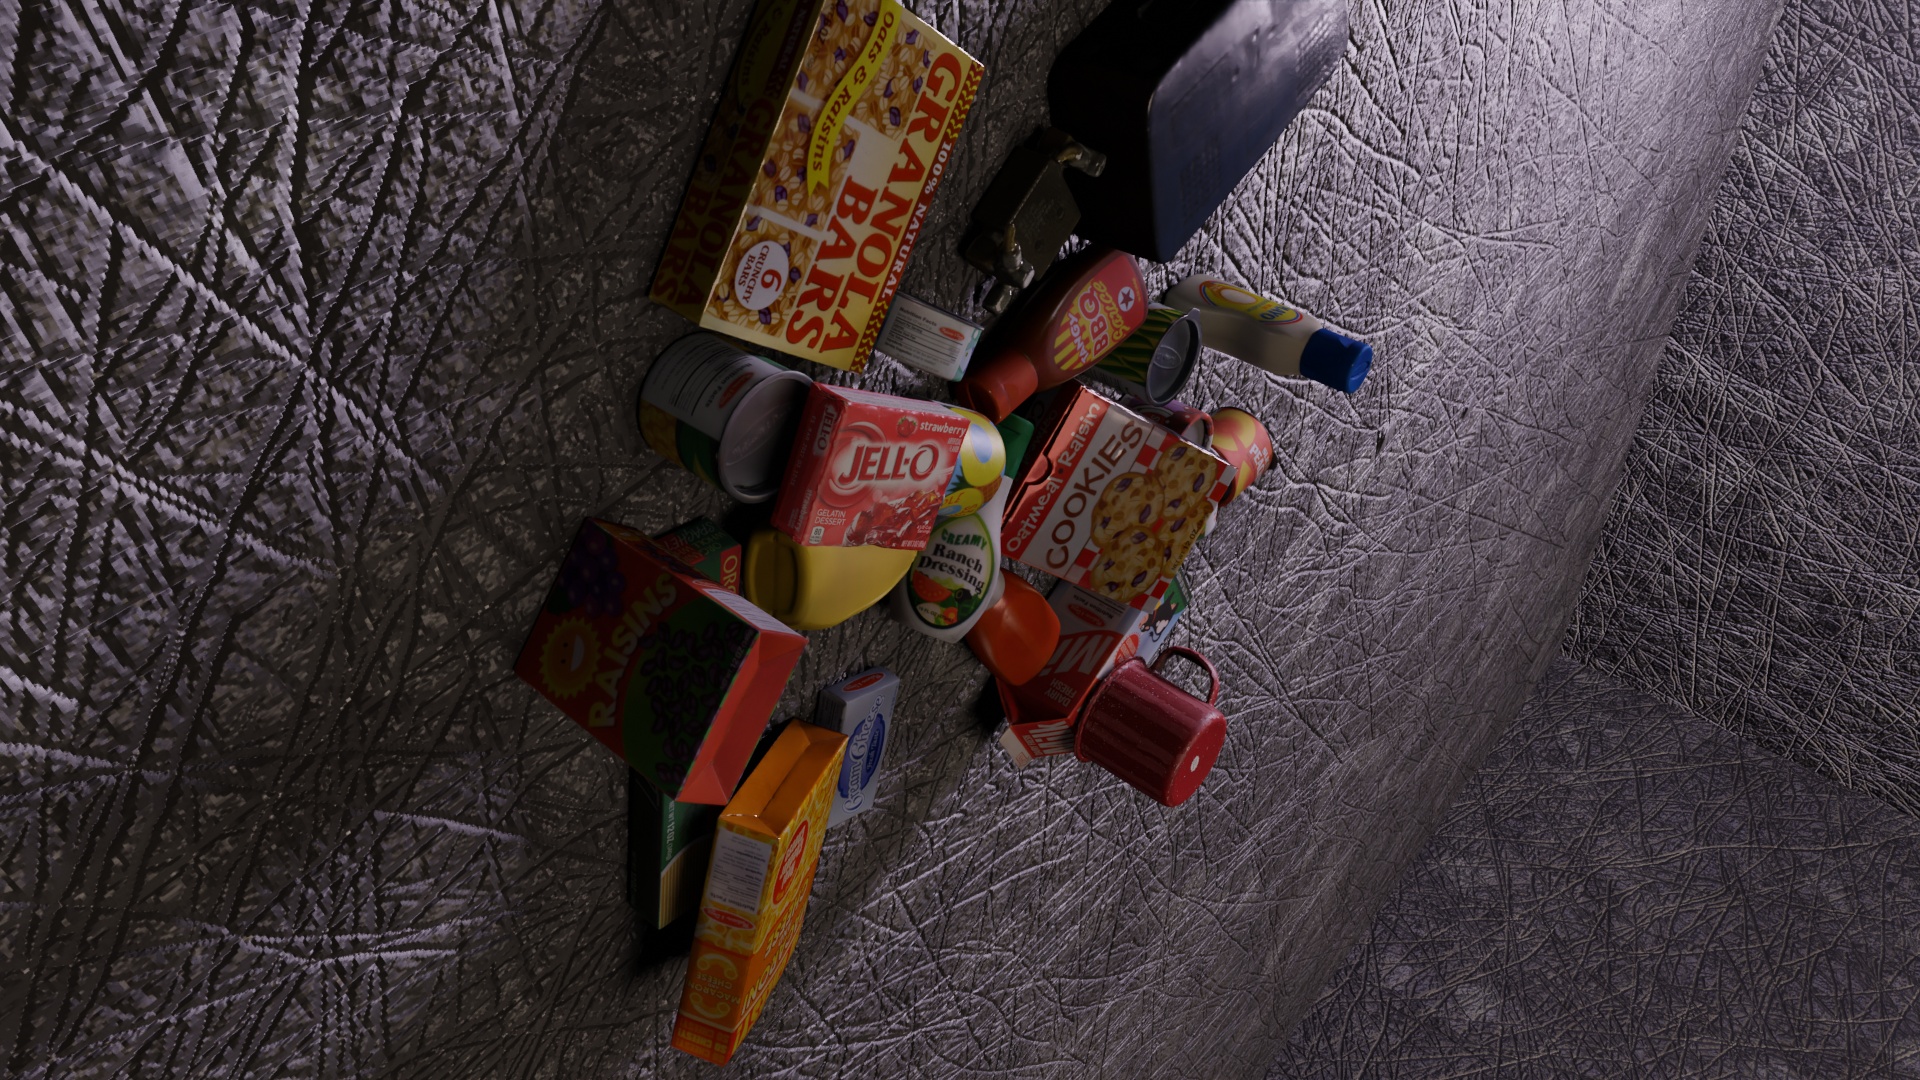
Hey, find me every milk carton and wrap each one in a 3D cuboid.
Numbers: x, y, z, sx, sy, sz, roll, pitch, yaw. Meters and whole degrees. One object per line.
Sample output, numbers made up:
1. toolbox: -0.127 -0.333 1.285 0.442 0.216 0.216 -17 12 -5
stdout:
1. milk carton: 0.093 0.089 1.070 0.191 0.073 0.072 -53 149 -14

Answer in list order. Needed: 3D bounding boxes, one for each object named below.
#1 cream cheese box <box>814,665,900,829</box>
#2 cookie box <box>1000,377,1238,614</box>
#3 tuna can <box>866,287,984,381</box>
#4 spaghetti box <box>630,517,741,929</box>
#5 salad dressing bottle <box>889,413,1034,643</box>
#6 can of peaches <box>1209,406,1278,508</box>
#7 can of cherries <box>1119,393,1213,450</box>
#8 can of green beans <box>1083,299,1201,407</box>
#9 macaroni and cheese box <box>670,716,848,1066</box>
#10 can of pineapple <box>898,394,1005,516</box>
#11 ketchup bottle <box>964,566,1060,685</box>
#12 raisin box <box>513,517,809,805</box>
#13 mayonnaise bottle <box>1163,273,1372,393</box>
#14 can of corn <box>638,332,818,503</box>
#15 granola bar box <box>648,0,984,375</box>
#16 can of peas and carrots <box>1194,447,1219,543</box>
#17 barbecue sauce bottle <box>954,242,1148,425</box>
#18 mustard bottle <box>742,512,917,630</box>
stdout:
1. cream cheese box: -0.074 0.136 0.905 0.053 0.024 0.103 -18 128 -48
2. cookie box: 0.099 -0.030 0.949 0.167 0.040 0.122 22 102 -39
3. tuna can: -0.025 -0.112 0.740 0.071 0.071 0.032 8 109 -58
4. spaghetti box: -0.152 0.106 0.757 0.050 0.029 0.248 -28 136 -45
5. salad dressing bottle: 0.003 -0.011 0.873 0.044 0.064 0.147 -176 -73 -79
6. can of peaches: 0.213 -0.066 1.129 0.058 0.071 0.070 -36 141 -35
7. can of cherries: 0.146 -0.074 1.032 0.072 0.058 0.071 -37 142 -36
8. can of green beans: 0.123 -0.132 0.951 0.071 0.058 0.071 -36 141 -36
9. macaroni and cheese box: -0.119 0.209 0.834 0.124 0.040 0.165 -54 160 -66
10. can of pineapple: -0.015 -0.046 0.802 0.058 0.071 0.071 6 109 -58
11. ketchup bottle: 0.025 0.048 0.964 0.065 0.043 0.148 -56 149 -12
12. raisin box: -0.139 0.053 0.638 0.040 0.123 0.086 20 97 -58
13. mayonnaise bottle: 0.220 -0.148 0.996 0.065 0.148 0.041 -30 137 -42
14. can of corn: -0.108 -0.057 0.660 0.071 0.058 0.070 -37 142 -36
15. granola bar box: -0.065 -0.171 0.654 0.124 0.039 0.165 9 106 -58
16. can of peas and carrots: 0.168 -0.039 1.091 0.071 0.071 0.058 -37 141 -35
17. barbecue sauce bottle: 0.057 -0.126 0.868 0.149 0.044 0.064 -42 128 -29
18. mustard bottle: -0.063 0.008 0.782 0.161 0.049 0.065 -17 113 -64
